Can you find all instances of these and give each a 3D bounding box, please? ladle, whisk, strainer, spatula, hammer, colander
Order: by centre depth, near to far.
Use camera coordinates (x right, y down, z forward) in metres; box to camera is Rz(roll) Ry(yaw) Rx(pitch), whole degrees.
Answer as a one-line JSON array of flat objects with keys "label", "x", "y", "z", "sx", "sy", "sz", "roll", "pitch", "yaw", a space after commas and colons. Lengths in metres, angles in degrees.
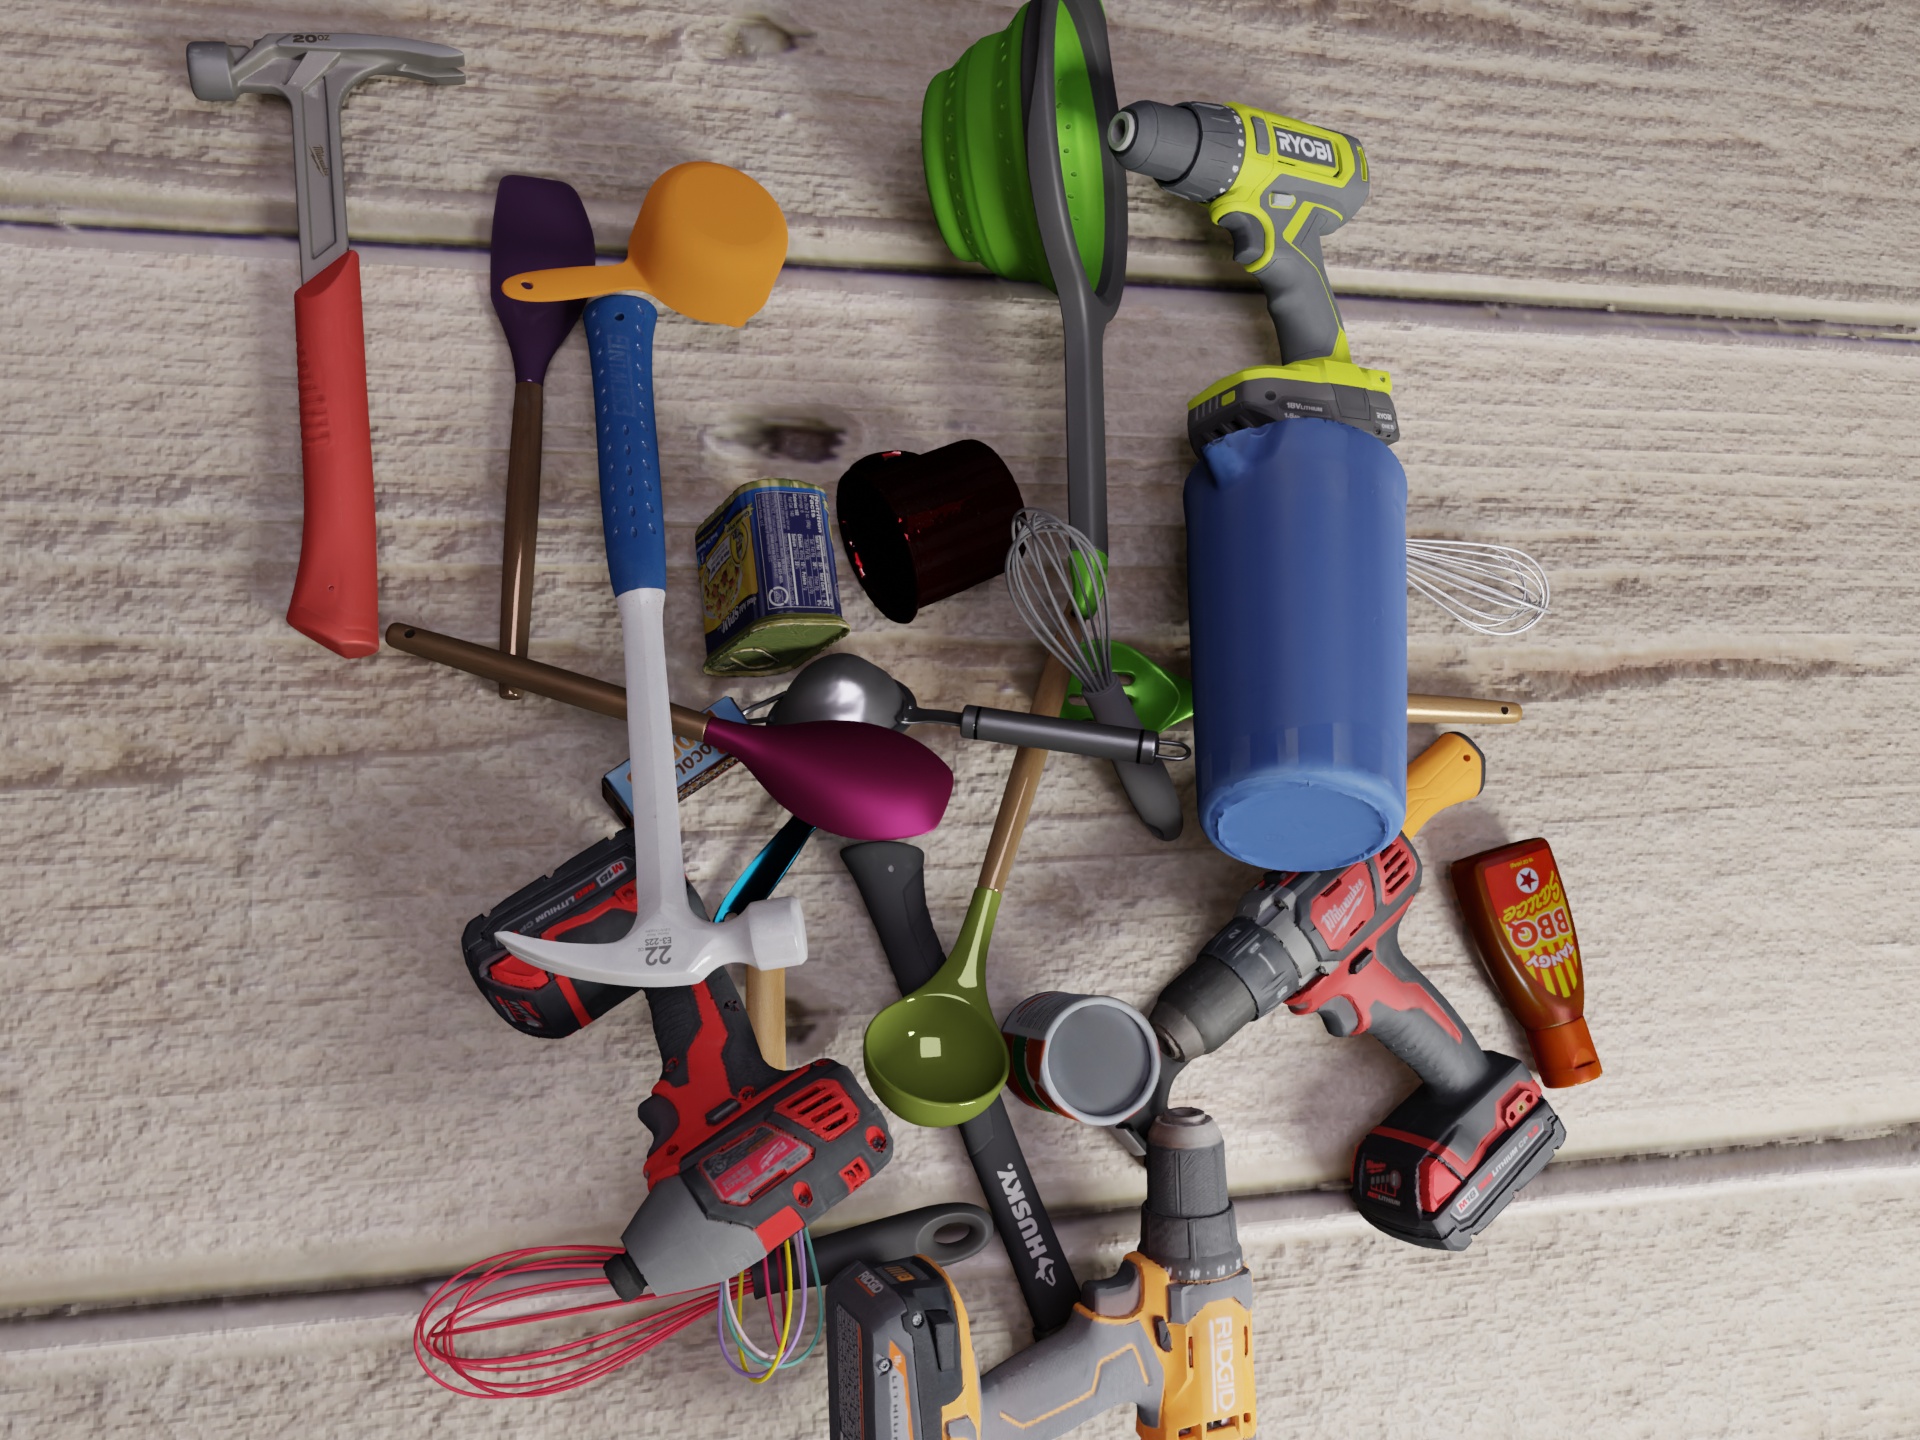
[{"label": "whisk", "x": -0.126, "y": 0.287, "z": 0.812, "sx": 0.295, "sy": 0.073, "sz": 0.073, "roll": -8, "pitch": 81, "yaw": -12}, {"label": "whisk", "x": -0.097, "y": 0.209, "z": 0.813, "sx": 0.051, "sy": 0.047, "sz": 0.245, "roll": 0, "pitch": 53, "yaw": -6}, {"label": "hammer", "x": -0.174, "y": -0.056, "z": 0.838, "sx": 0.144, "sy": 0.035, "sz": 0.406, "roll": -8, "pitch": 64, "yaw": -3}, {"label": "ladle", "x": 0.024, "y": 0.067, "z": 0.877, "sx": 0.078, "sy": 0.062, "sz": 0.320, "roll": 17, "pitch": 71, "yaw": 5}, {"label": "strainer", "x": -0.001, "y": -0.003, "z": 0.878, "sx": 0.258, "sy": 0.050, "sz": 0.087, "roll": 8, "pitch": 35, "yaw": 8}, {"label": "hammer", "x": -0.340, "y": -0.213, "z": 0.883, "sx": 0.149, "sy": 0.036, "sz": 0.359, "roll": -5, "pitch": 80, "yaw": -15}, {"label": "hammer", "x": 0.006, "y": 0.223, "z": 0.885, "sx": 0.146, "sy": 0.035, "sz": 0.335, "roll": -21, "pitch": 85, "yaw": -18}, {"label": "whisk", "x": 0.082, "y": -0.019, "z": 0.897, "sx": 0.055, "sy": 0.055, "sz": 0.238, "roll": -40, "pitch": 124, "yaw": -18}, {"label": "spatula", "x": -0.245, "y": -0.166, "z": 0.907, "sx": 0.059, "sy": 0.018, "sz": 0.316, "roll": 4, "pitch": 77, "yaw": -16}, {"label": "colander", "x": 0.036, "y": -0.255, "z": 0.943, "sx": 0.094, "sy": 0.204, "sz": 0.397, "roll": -3, "pitch": 83, "yaw": 18}, {"label": "hammer", "x": 0.196, "y": 0.115, "z": 0.957, "sx": 0.337, "sy": 0.034, "sz": 0.127, "roll": -40, "pitch": 92, "yaw": -18}, {"label": "whisk", "x": 0.265, "y": -0.111, "z": 1.015, "sx": 0.246, "sy": 0.059, "sz": 0.058, "roll": 18, "pitch": 103, "yaw": -6}]

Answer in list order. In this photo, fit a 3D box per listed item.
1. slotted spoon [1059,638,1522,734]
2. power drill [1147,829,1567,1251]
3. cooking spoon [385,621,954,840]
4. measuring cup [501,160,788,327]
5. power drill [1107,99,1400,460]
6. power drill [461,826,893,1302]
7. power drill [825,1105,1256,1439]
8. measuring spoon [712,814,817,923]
[{"label": "slotted spoon", "x": 0.202, "y": -0.010, "z": 0.979, "sx": 0.313, "sy": 0.031, "sz": 0.070, "roll": 2, "pitch": 79, "yaw": -12}, {"label": "power drill", "x": 0.221, "y": 0.189, "z": 0.900, "sx": 0.188, "sy": 0.080, "sz": 0.226, "roll": -36, "pitch": 100, "yaw": -21}, {"label": "cooking spoon", "x": -0.158, "y": -0.002, "z": 0.846, "sx": 0.319, "sy": 0.017, "sz": 0.069, "roll": 16, "pitch": 61, "yaw": 6}, {"label": "measuring cup", "x": -0.175, "y": -0.269, "z": 0.899, "sx": 0.173, "sy": 0.052, "sz": 0.095, "roll": -22, "pitch": 74, "yaw": -38}, {"label": "power drill", "x": 0.184, "y": -0.275, "z": 0.991, "sx": 0.190, "sy": 0.080, "sz": 0.228, "roll": -1, "pitch": 79, "yaw": -34}, {"label": "power drill", "x": -0.148, "y": 0.170, "z": 0.780, "sx": 0.143, "sy": 0.078, "sz": 0.220, "roll": -33, "pitch": 57, "yaw": -18}, {"label": "power drill", "x": 0.049, "y": 0.301, "z": 0.808, "sx": 0.226, "sy": 0.084, "sz": 0.185, "roll": -2, "pitch": 90, "yaw": -24}, {"label": "measuring spoon", "x": -0.097, "y": 0.074, "z": 0.897, "sx": 0.042, "sy": 0.021, "sz": 0.128, "roll": 32, "pitch": 76, "yaw": 22}]
